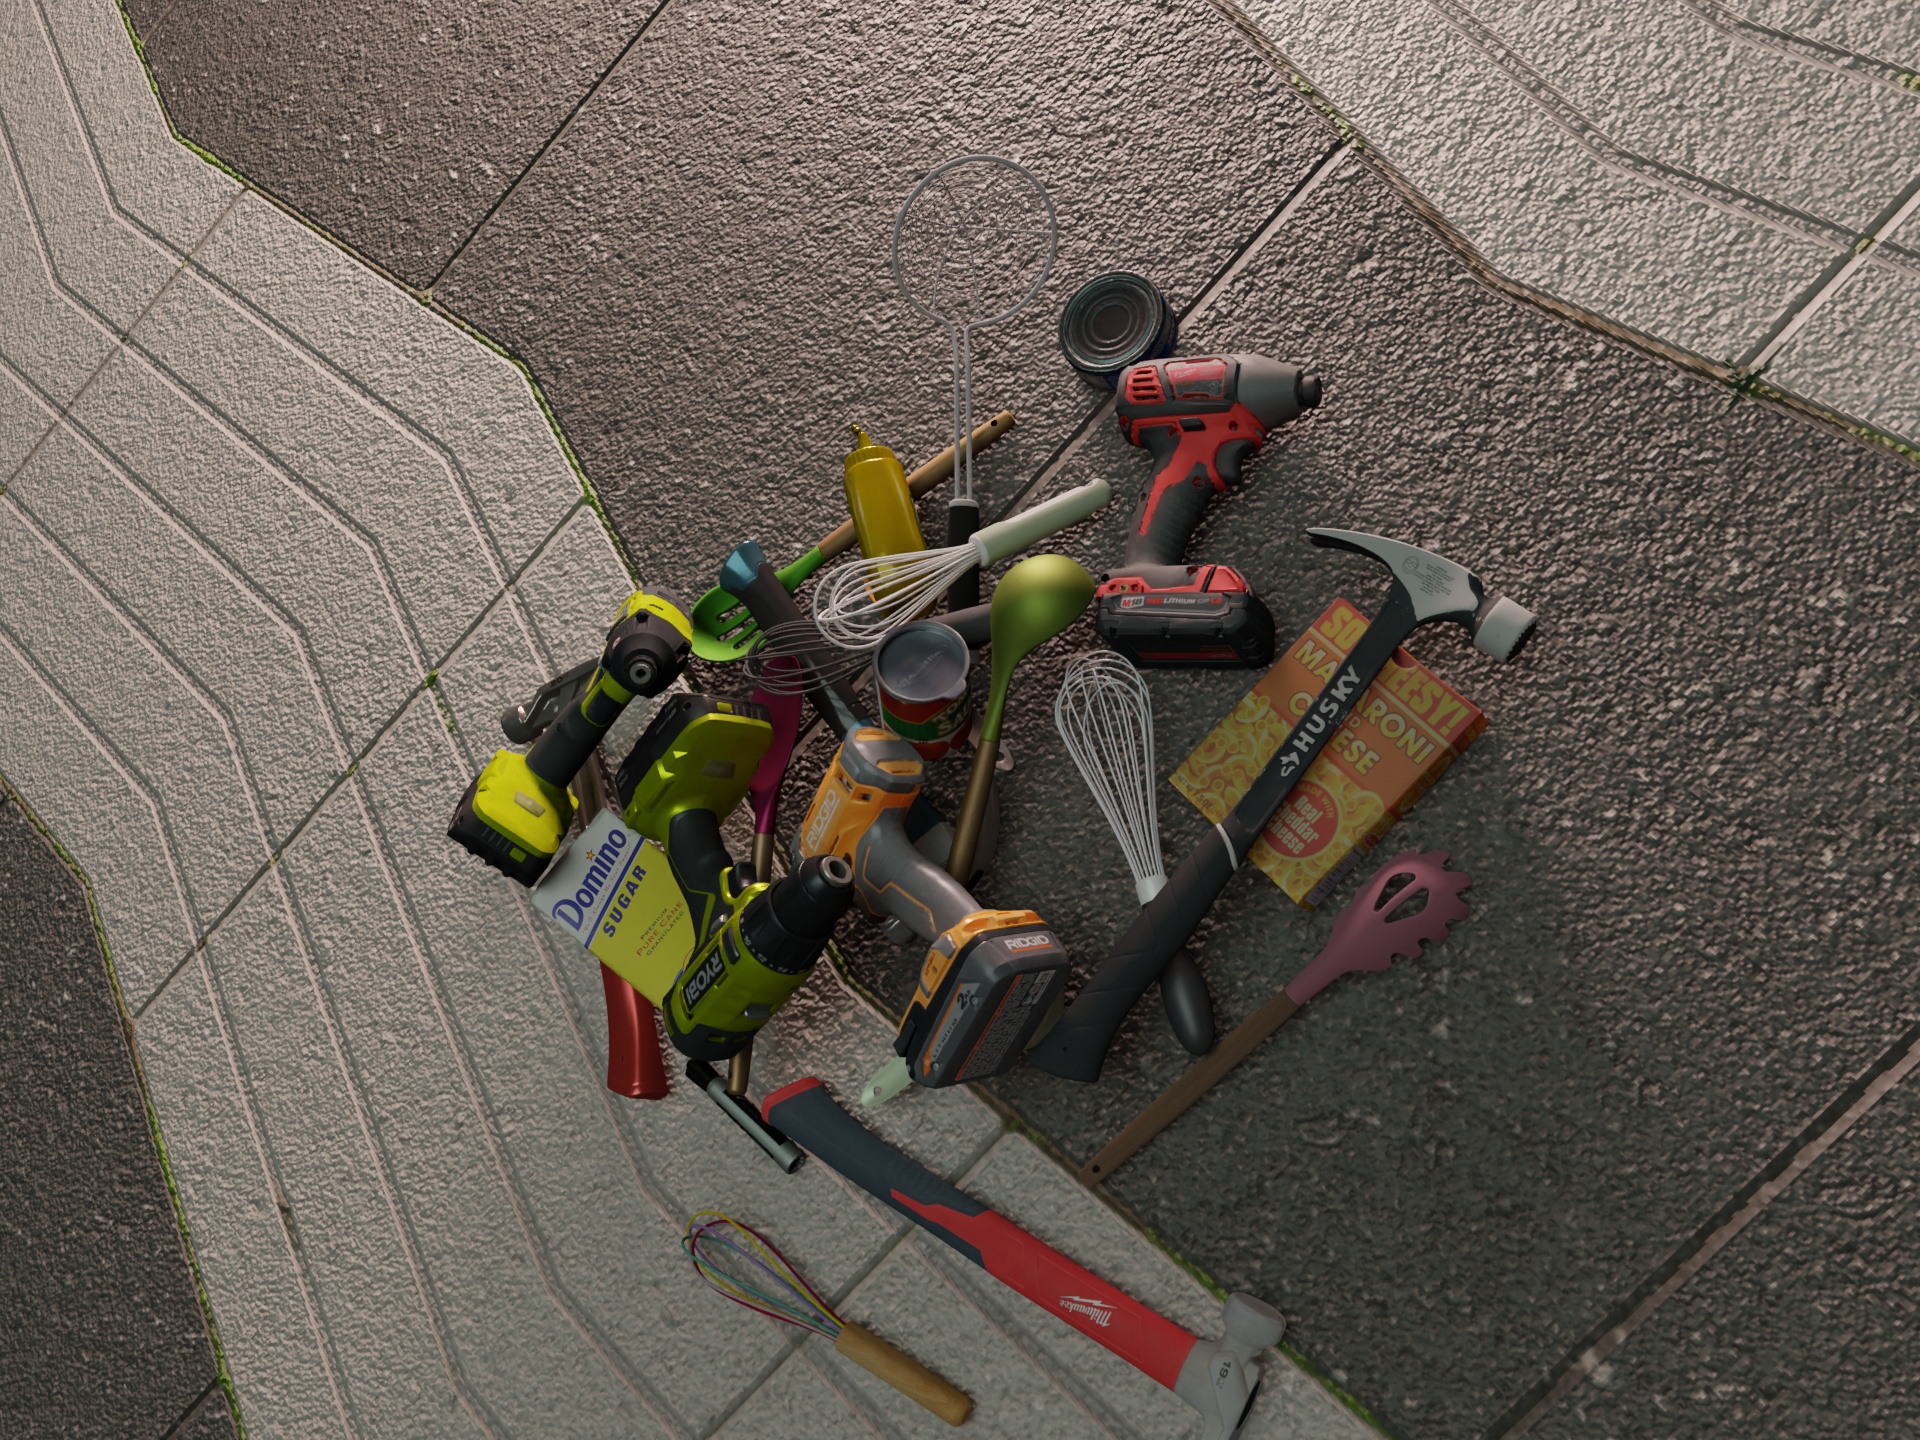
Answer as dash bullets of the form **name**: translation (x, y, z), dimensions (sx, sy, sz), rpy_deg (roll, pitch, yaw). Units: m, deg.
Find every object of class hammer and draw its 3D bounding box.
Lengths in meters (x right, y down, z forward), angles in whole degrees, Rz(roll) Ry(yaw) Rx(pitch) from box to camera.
- **hammer**: translation (0.175, 0.060, 0.999), dimensions (0.149, 0.036, 0.409), rpy_deg (38, 92, 23)
- **hammer**: translation (0.013, 0.358, 1.050), dimensions (0.386, 0.038, 0.143), rpy_deg (24, 89, 29)
- **hammer**: translation (-0.087, -0.003, 1.186), dimensions (0.128, 0.033, 0.331), rpy_deg (-40, 69, 10)
- **hammer**: translation (-0.273, 0.121, 1.258), dimensions (0.149, 0.036, 0.359), rpy_deg (-25, 66, 18)

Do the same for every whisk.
- **whisk**: translation (-0.097, 0.406, 1.088), dimensions (0.245, 0.051, 0.047), rpy_deg (23, 81, 26)
- **whisk**: translation (0.119, 0.084, 1.059), dimensions (0.070, 0.070, 0.285), rpy_deg (-22, 68, 19)
- **whisk**: translation (-0.041, -0.060, 1.141), dimensions (0.239, 0.055, 0.055), rpy_deg (-11, 69, -3)
- **whisk**: translation (0.006, -0.118, 1.125), dimensions (0.246, 0.058, 0.059), rpy_deg (-27, 98, -20)

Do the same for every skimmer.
- **skimmer**: translation (0.011, -0.224, 1.168), dimensions (0.090, 0.127, 0.363), rpy_deg (162, 108, -69)

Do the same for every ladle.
- **ladle**: translation (0.024, 0.041, 1.096), dimensions (0.078, 0.062, 0.320), rpy_deg (24, 102, 60)

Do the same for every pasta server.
- **pasta server**: translation (0.194, 0.195, 1.016), dimensions (0.316, 0.040, 0.060), rpy_deg (-45, 62, 13)

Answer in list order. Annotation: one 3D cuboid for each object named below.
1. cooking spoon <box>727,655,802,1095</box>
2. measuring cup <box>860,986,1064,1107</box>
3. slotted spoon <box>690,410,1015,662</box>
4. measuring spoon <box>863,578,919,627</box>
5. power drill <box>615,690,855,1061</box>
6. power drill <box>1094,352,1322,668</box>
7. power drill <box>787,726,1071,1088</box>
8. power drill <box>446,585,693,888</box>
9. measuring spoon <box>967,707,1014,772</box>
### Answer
- **cooking spoon**: translation (-0.145, 0.108, 1.153), dimensions (0.069, 0.017, 0.319), rpy_deg (-7, 73, 46)
- **measuring cup**: translation (0.001, 0.217, 1.097), dimensions (0.167, 0.038, 0.083), rpy_deg (-40, 63, 13)
- **slotted spoon**: translation (-0.086, -0.144, 1.248), dimensions (0.314, 0.031, 0.070), rpy_deg (-35, 66, 11)
- **measuring spoon**: translation (-0.044, -0.075, 1.207), dimensions (0.021, 0.011, 0.117), rpy_deg (-24, 49, -17)
- **power drill**: translation (-0.155, 0.093, 1.094), dimensions (0.190, 0.080, 0.229), rpy_deg (-49, 48, 33)
- **power drill**: translation (0.171, -0.151, 1.098), dimensions (0.143, 0.078, 0.220), rpy_deg (1, 73, 26)
- **power drill**: translation (-0.043, 0.141, 1.065), dimensions (0.226, 0.084, 0.185), rpy_deg (49, 124, 35)
- **power drill**: translation (-0.284, 0.008, 1.191), dimensions (0.080, 0.171, 0.223), rpy_deg (37, 98, -16)
- **measuring spoon**: translation (-0.002, -0.004, 1.174), dimensions (0.034, 0.018, 0.124), rpy_deg (-33, 66, -20)
